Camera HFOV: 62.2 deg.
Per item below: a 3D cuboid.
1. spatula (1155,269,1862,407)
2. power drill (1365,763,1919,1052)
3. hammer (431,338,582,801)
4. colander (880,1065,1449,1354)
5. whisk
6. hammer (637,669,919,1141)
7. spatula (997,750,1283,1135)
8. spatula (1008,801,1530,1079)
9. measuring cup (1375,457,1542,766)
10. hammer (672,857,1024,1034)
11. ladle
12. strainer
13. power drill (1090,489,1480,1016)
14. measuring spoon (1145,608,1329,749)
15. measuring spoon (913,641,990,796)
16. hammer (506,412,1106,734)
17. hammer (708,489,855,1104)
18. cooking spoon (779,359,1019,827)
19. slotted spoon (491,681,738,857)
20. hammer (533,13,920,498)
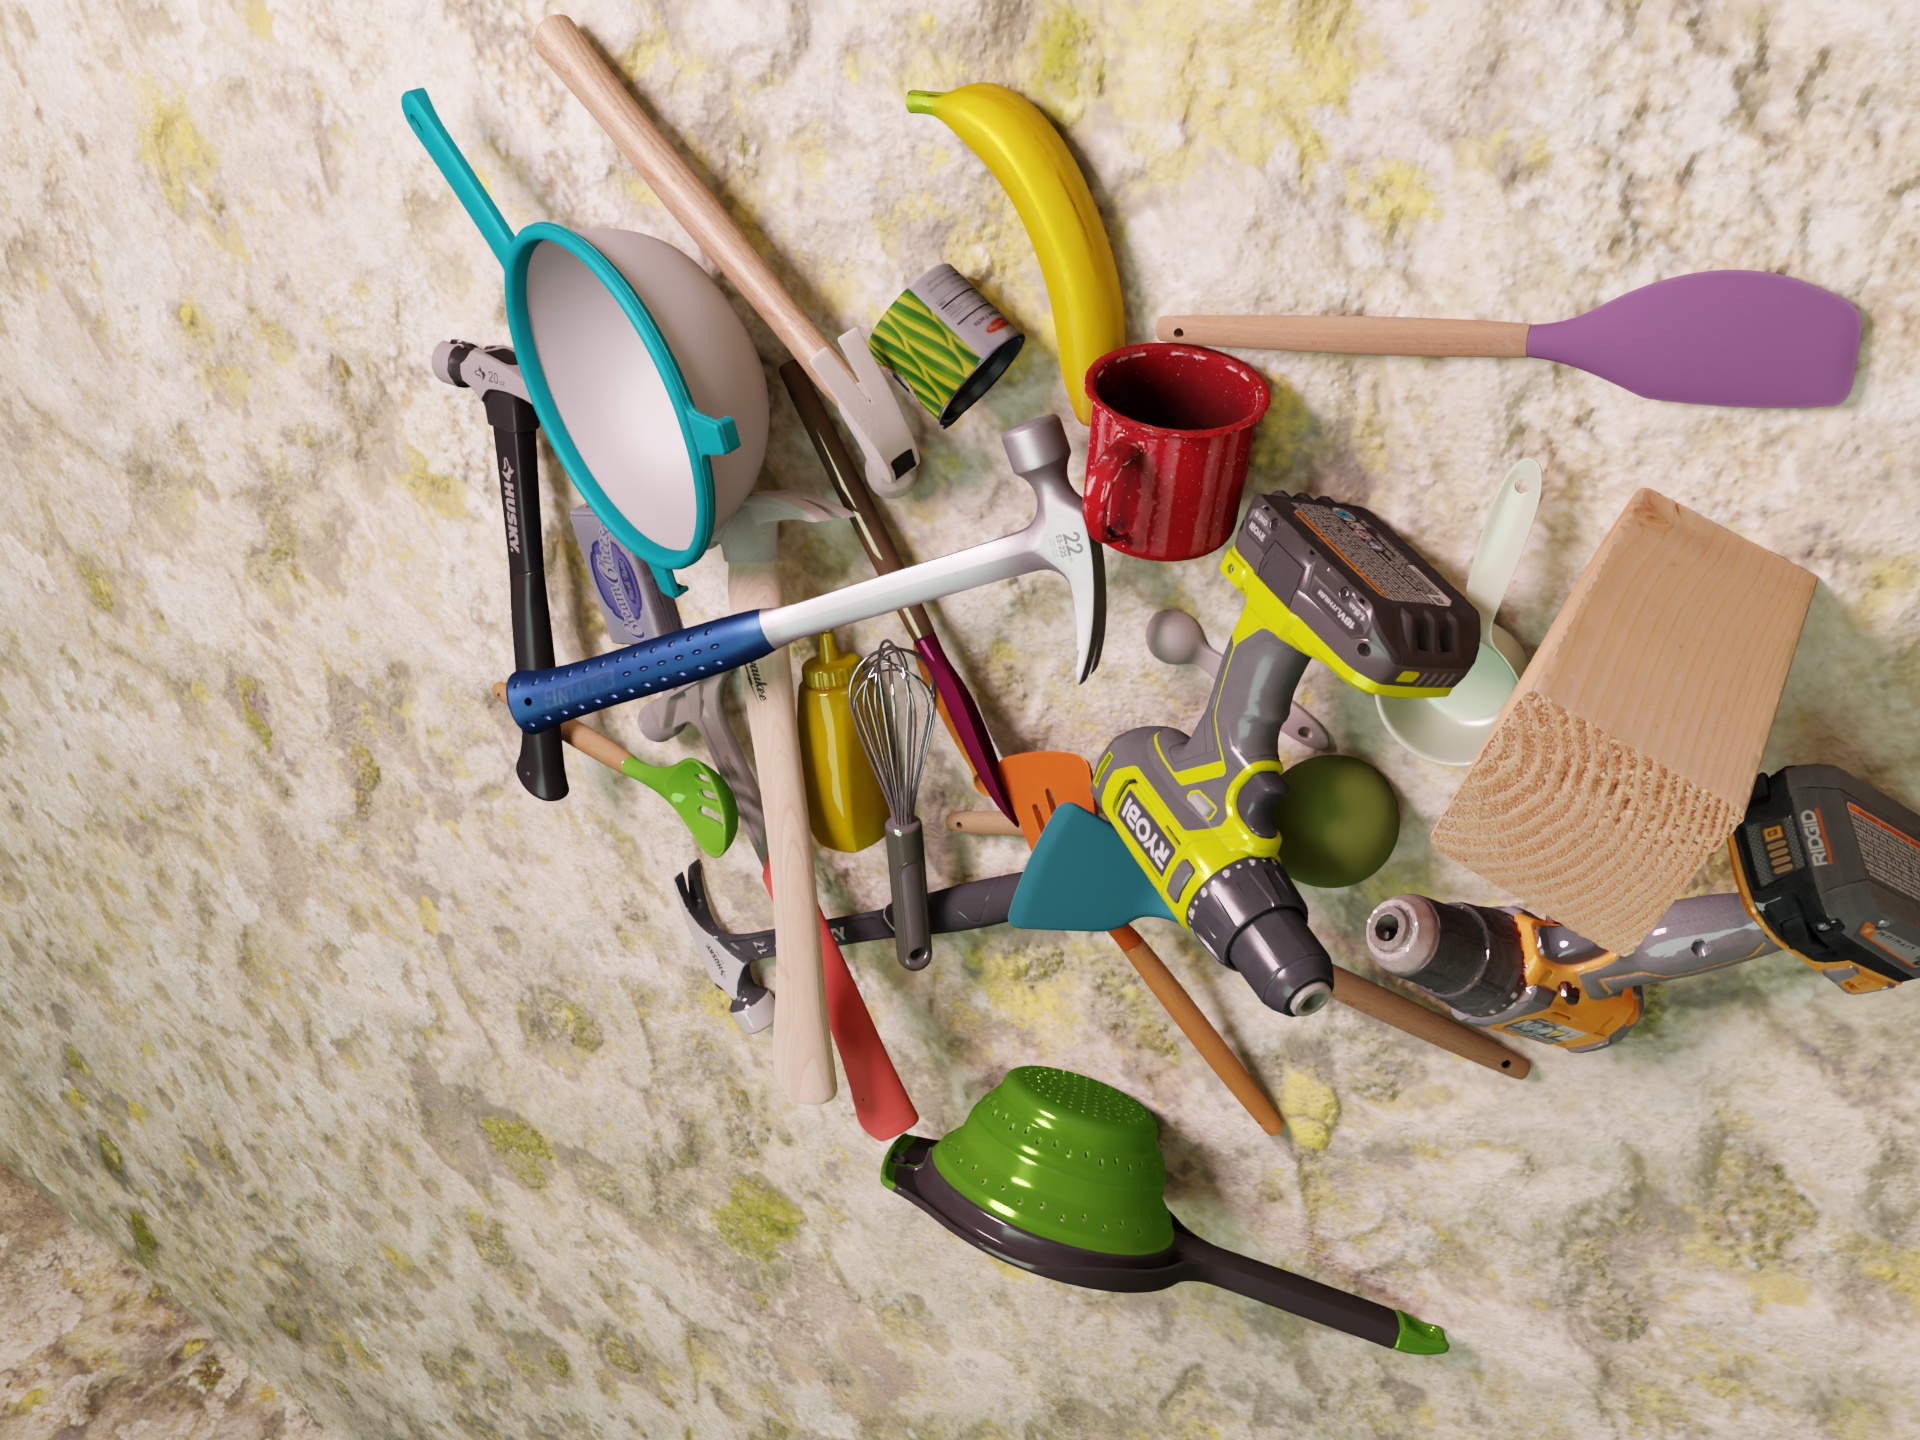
[{"bbox_3d":[0.238,-0.180,0.739,0.316,0.018,0.059,9,121,29],"label":"spatula"},{"bbox_3d":[0.326,0.097,0.765,0.185,0.084,0.226,21,145,-34],"label":"power drill"},{"bbox_3d":[-0.303,-0.093,1.130,0.146,0.035,0.334,21,122,33],"label":"hammer"},{"bbox_3d":[0.148,0.325,1.085,0.397,0.204,0.094,18,94,6],"label":"colander"},{"bbox_3d":[-0.038,0.061,1.048,0.059,0.058,0.246,-135,36,-58],"label":"whisk"},{"bbox_3d":[-0.112,0.126,1.128,0.149,0.036,0.359,-25,89,44],"label":"hammer"},{"bbox_3d":[0.125,0.150,1.004,0.081,0.041,0.322,-6,128,51],"label":"spatula"},{"bbox_3d":[0.186,0.143,0.932,0.317,0.044,0.082,24,100,3],"label":"spatula"},{"bbox_3d":[0.262,-0.056,0.794,0.083,0.038,0.167,24,123,24],"label":"measuring cup"},{"bbox_3d":[-0.058,0.142,1.153,0.409,0.036,0.149,-17,107,41],"label":"hammer"},{"bbox_3d":[0.117,0.061,0.977,0.320,0.062,0.078,-2,112,44],"label":"ladle"},{"bbox_3d":[-0.212,-0.255,0.953,0.340,0.095,0.211,56,152,9],"label":"strainer"},{"bbox_3d":[0.165,0.018,0.815,0.191,0.080,0.228,57,135,43],"label":"power drill"},{"bbox_3d":[0.156,-0.019,0.904,0.124,0.018,0.034,36,133,9],"label":"measuring spoon"},{"bbox_3d":[-0.002,-0.003,1.034,0.021,0.011,0.117,-14,106,43],"label":"measuring spoon"},{"bbox_3d":[-0.103,-0.051,0.942,0.405,0.035,0.144,-15,101,25],"label":"hammer"},{"bbox_3d":[-0.109,0.057,1.034,0.146,0.038,0.410,7,107,44],"label":"hammer"},{"bbox_3d":[-0.034,-0.075,0.984,0.017,0.069,0.319,-25,98,8],"label":"cooking spoon"},{"bbox_3d":[-0.260,0.023,1.179,0.314,0.031,0.070,24,124,39],"label":"slotted spoon"},{"bbox_3d":[-0.134,-0.271,0.903,0.331,0.031,0.130,51,175,5],"label":"hammer"}]
